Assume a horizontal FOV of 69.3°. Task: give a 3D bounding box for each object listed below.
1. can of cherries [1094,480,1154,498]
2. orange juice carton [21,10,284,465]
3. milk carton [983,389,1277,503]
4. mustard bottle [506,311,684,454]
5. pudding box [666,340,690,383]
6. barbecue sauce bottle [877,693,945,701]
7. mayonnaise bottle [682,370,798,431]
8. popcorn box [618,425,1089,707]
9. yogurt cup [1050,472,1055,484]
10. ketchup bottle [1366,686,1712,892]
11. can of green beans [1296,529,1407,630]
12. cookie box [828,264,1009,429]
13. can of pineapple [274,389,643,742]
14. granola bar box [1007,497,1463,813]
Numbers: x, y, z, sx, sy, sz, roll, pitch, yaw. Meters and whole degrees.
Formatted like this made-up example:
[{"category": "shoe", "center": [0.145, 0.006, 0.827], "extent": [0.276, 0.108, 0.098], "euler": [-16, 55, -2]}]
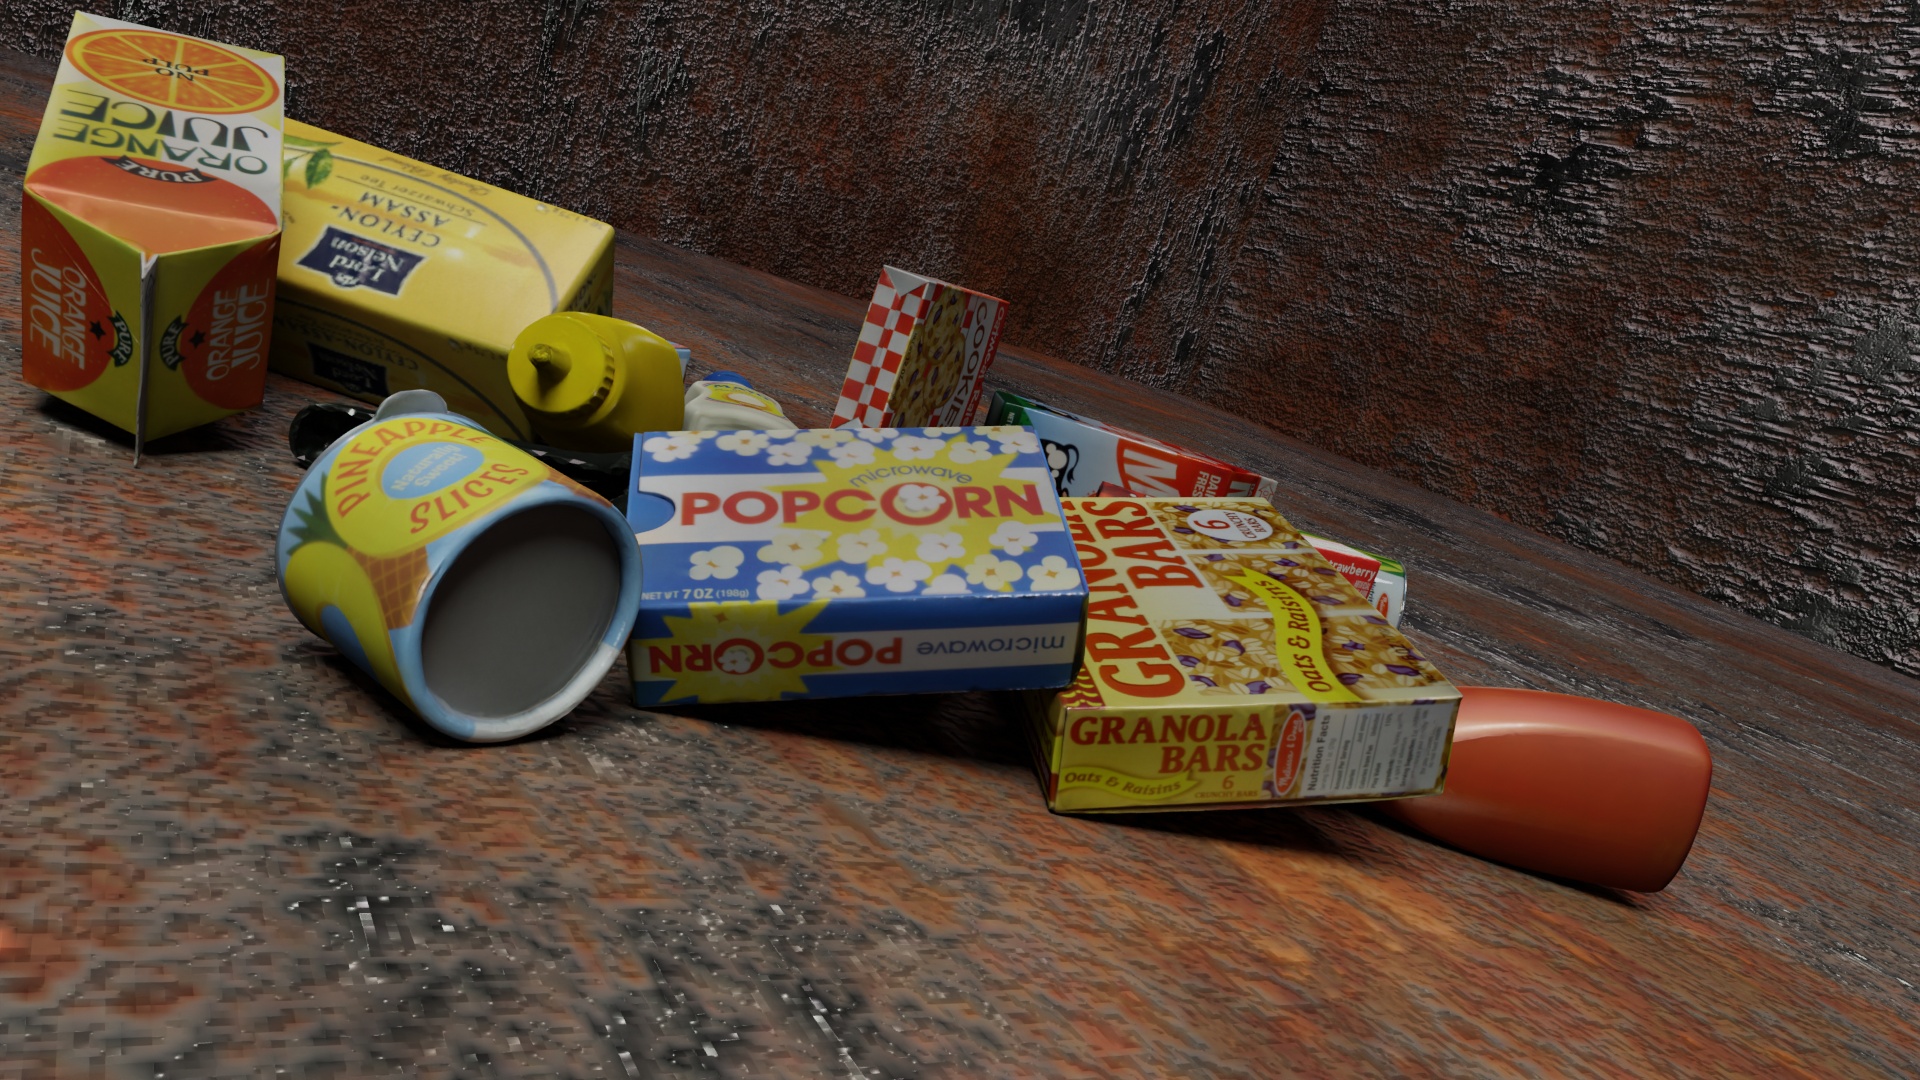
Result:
[{"category": "can of cherries", "center": [0.085, 0.009, 0.656], "extent": [0.058, 0.071, 0.071], "euler": [19, 11, 3]}, {"category": "orange juice carton", "center": [-0.280, -0.110, 0.487], "extent": [0.073, 0.071, 0.193], "euler": [5, 36, -29]}, {"category": "milk carton", "center": [0.104, -0.033, 0.890], "extent": [0.191, 0.072, 0.073], "euler": [17, 10, -8]}, {"category": "mustard bottle", "center": [-0.154, -0.065, 0.580], "extent": [0.049, 0.065, 0.160], "euler": [4, -4, 2]}, {"category": "pudding box", "center": [-0.179, -0.085, 0.743], "extent": [0.030, 0.049, 0.084], "euler": [19, 11, 12]}, {"category": "barbecue sauce bottle", "center": [-0.026, 0.015, 0.515], "extent": [0.065, 0.043, 0.149], "euler": [23, 10, -4]}, {"category": "mayonnaise bottle", "center": [-0.123, -0.063, 0.747], "extent": [0.065, 0.041, 0.148], "euler": [13, 12, -17]}, {"category": "popcorn box", "center": [-0.032, 0.004, 0.409], "extent": [0.127, 0.038, 0.085], "euler": [-2, 38, -8]}, {"category": "yogurt cup", "center": [0.002, -0.008, 0.629], "extent": [0.072, 0.072, 0.054], "euler": [12, 4, -29]}, {"category": "ketchup bottle", "center": [0.180, 0.080, 0.495], "extent": [0.149, 0.064, 0.044], "euler": [11, 23, 6]}, {"category": "can of green beans", "center": [0.190, 0.033, 0.721], "extent": [0.058, 0.071, 0.071], "euler": [17, 11, -2]}, {"category": "cookie box", "center": [-0.025, -0.129, 1.020], "extent": [0.040, 0.122, 0.168], "euler": [23, 11, 19]}, {"category": "can of pineapple", "center": [-0.121, 0.006, 0.338], "extent": [0.058, 0.071, 0.071], "euler": [25, 13, 33]}, {"category": "granola bar box", "center": [0.074, 0.032, 0.480], "extent": [0.124, 0.039, 0.166], "euler": [0, 23, -10]}]
